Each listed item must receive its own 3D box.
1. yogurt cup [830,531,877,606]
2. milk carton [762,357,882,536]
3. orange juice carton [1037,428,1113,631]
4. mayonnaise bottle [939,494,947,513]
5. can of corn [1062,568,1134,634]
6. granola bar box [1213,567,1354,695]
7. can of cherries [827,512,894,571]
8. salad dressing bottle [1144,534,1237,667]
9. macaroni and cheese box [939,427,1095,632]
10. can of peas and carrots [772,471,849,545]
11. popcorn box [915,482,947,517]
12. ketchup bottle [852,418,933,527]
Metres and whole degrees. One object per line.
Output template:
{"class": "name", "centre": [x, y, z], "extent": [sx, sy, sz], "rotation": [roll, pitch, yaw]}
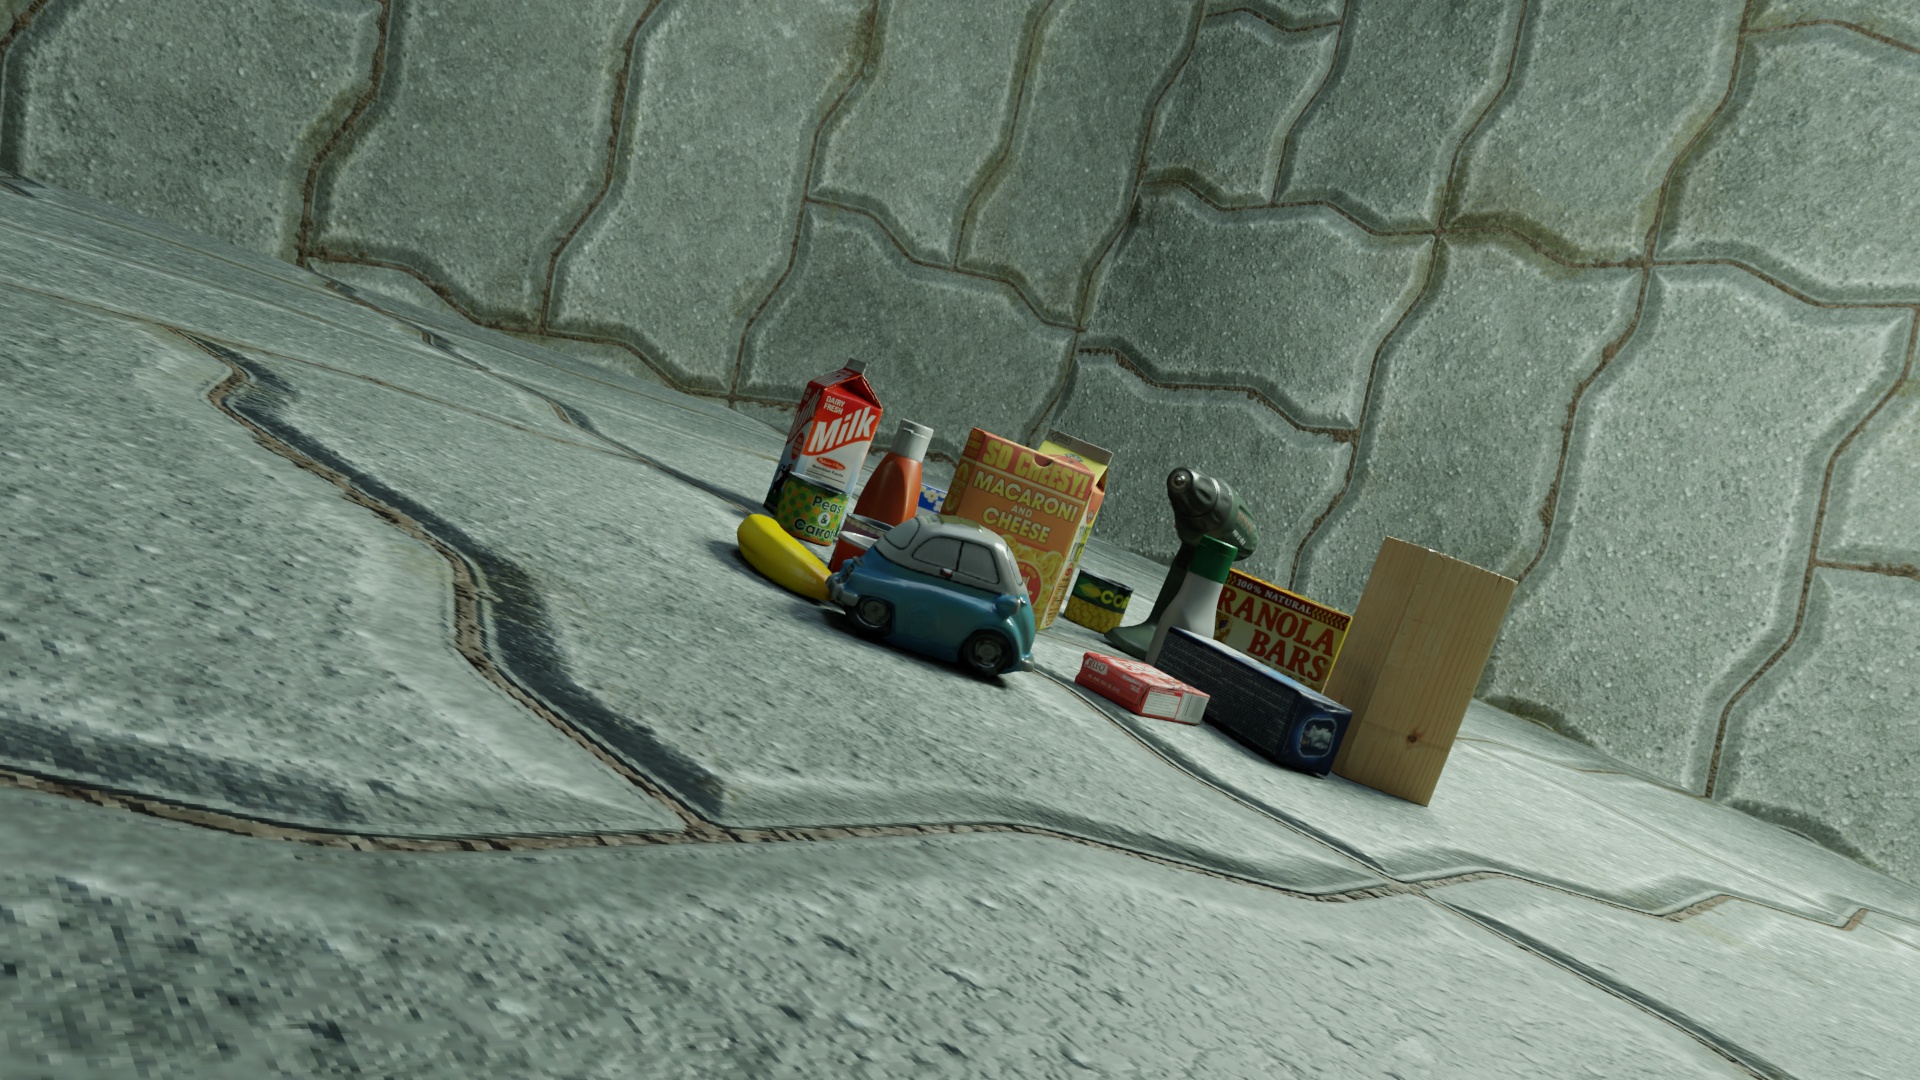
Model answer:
{"class": "yogurt cup", "centre": [-0.073, 0.029, 1.098], "extent": [0.072, 0.054, 0.072], "rotation": [20, 4, -2]}
{"class": "milk carton", "centre": [-0.145, -0.109, 1.530], "extent": [0.073, 0.190, 0.072], "rotation": [19, 4, -24]}
{"class": "orange juice carton", "centre": [0.088, -0.011, 1.398], "extent": [0.072, 0.192, 0.073], "rotation": [22, 4, 14]}
{"class": "mayonnaise bottle", "centre": [0.005, -0.017, 1.383], "extent": [0.065, 0.148, 0.041], "rotation": [17, 6, -44]}
{"class": "can of corn", "centre": [0.158, 0.071, 1.579], "extent": [0.071, 0.058, 0.071], "rotation": [20, 4, -2]}
{"class": "granola bar box", "centre": [0.301, 0.106, 1.394], "extent": [0.166, 0.124, 0.039], "rotation": [24, 5, 35]}
{"class": "can of cherries", "centre": [-0.078, 0.014, 1.214], "extent": [0.071, 0.058, 0.071], "rotation": [20, 4, -2]}
{"class": "salad dressing bottle", "centre": [0.222, 0.069, 1.328], "extent": [0.044, 0.147, 0.064], "rotation": [19, 5, -27]}
{"class": "macaroni and cheese box", "centre": [0.041, -0.006, 1.297], "extent": [0.124, 0.166, 0.040], "rotation": [19, 4, -24]}
{"class": "can of peas and carrots", "centre": [-0.152, -0.031, 1.416], "extent": [0.071, 0.058, 0.071], "rotation": [20, 4, -2]}
{"class": "popcorn box", "centre": [-0.017, -0.011, 1.606], "extent": [0.127, 0.085, 0.038], "rotation": [20, 4, -13]}
{"class": "ketchup bottle", "centre": [-0.071, -0.054, 1.476], "extent": [0.065, 0.148, 0.043], "rotation": [22, 4, 22]}
